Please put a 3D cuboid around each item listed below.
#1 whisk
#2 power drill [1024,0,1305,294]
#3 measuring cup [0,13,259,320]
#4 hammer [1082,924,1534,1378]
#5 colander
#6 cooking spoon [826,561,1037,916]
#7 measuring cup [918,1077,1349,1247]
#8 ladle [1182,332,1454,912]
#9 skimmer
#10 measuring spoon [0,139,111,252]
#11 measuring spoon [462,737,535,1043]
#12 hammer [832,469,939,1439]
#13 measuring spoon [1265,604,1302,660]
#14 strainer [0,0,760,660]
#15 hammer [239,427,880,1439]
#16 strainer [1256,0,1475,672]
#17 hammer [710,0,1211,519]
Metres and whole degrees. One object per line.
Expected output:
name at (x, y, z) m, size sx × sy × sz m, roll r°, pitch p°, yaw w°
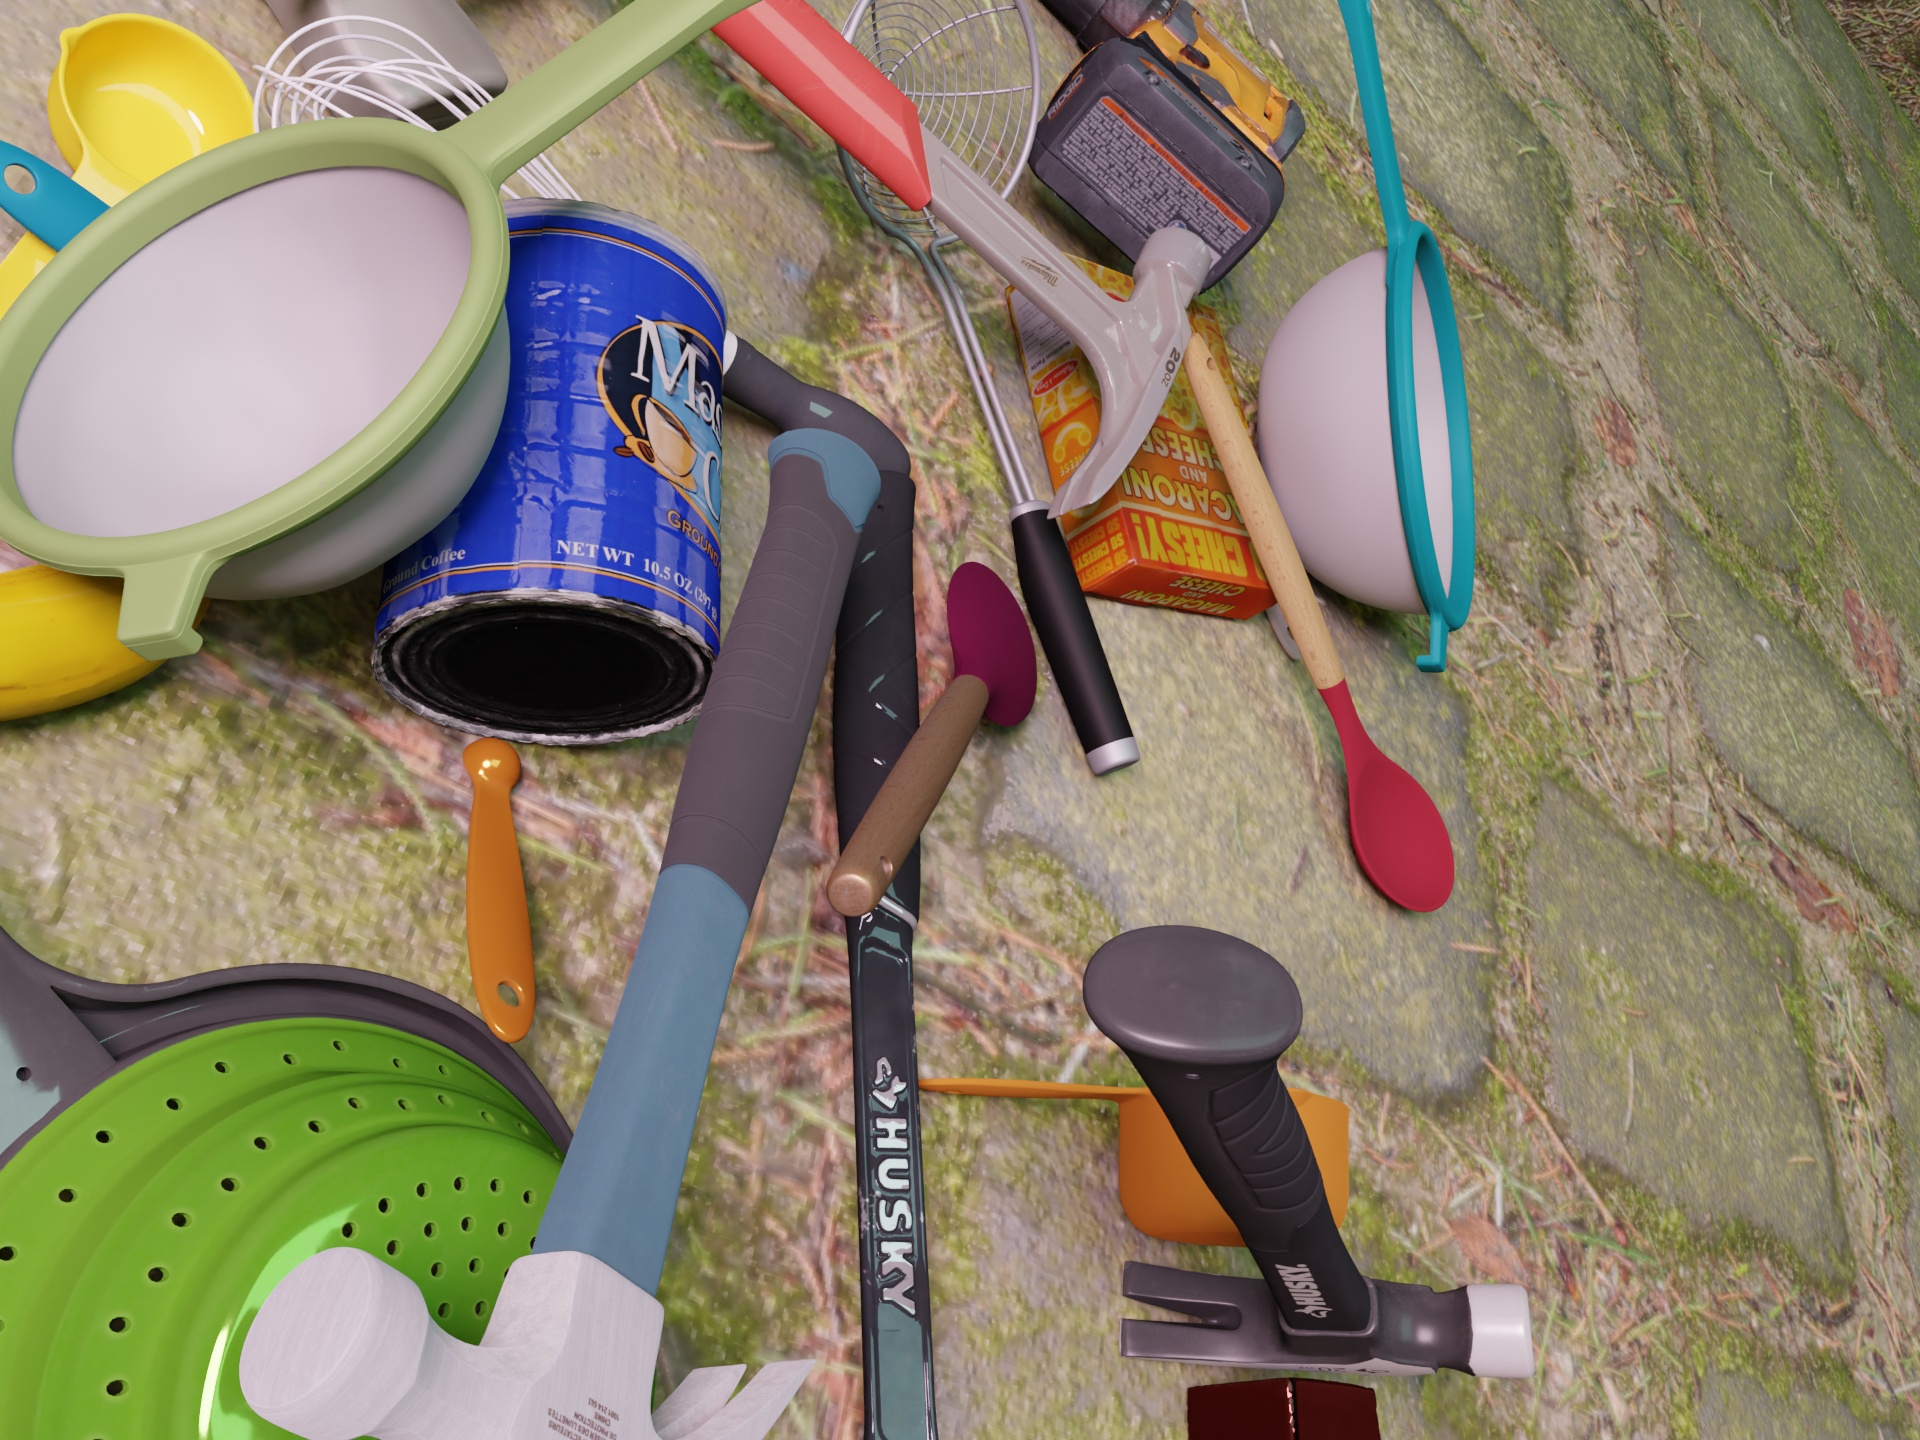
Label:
whisk at (-0.118, -0.150, 0.575) m, size 0.284 × 0.070 × 0.070 m, roll 27°, pitch 53°, yaw -41°
power drill at (0.097, -0.335, 0.844) m, size 0.185 × 0.084 × 0.226 m, roll 38°, pitch 36°, yaw -13°
measuring cup at (-0.265, -0.142, 0.471) m, size 0.062 × 0.029 × 0.157 m, roll 35°, pitch 61°, yaw -33°
hammer at (0.089, 0.145, 0.472) m, size 0.334 × 0.146 × 0.035 m, roll 60°, pitch 30°, yaw -52°
colander at (-0.181, 0.086, 0.343) m, size 0.397 × 0.094 × 0.204 m, roll 57°, pitch 42°, yaw -15°
cooking spoon at (-0.001, -0.002, 0.548) m, size 0.068 × 0.017 × 0.319 m, roll 65°, pitch 16°, yaw -12°
measuring cup at (0.064, 0.164, 0.590) m, size 0.173 × 0.095 × 0.052 m, roll 10°, pitch 67°, yaw -19°
ladle at (0.170, -0.040, 0.769) m, size 0.069 × 0.031 × 0.315 m, roll -43°, pitch 115°, yaw -39°
skimmer at (0.030, -0.159, 0.699) m, size 0.127 × 0.090 × 0.363 m, roll -8°, pitch 75°, yaw -45°
measuring spoon at (-0.227, -0.127, 0.470) m, size 0.128 × 0.021 × 0.042 m, roll 38°, pitch 61°, yaw -42°
measuring spoon at (-0.134, 0.045, 0.469) m, size 0.021 × 0.011 × 0.117 m, roll 29°, pitch 28°, yaw -38°
hammer at (-0.022, 0.083, 0.552) m, size 0.149 × 0.036 × 0.409 m, roll 9°, pitch 60°, yaw -21°
measuring spoon at (0.161, -0.091, 0.839) m, size 0.034 × 0.018 × 0.124 m, roll -10°, pitch 77°, yaw -45°
strainer at (-0.140, -0.120, 0.437) m, size 0.256 × 0.069 × 0.152 m, roll -43°, pitch 58°, yaw -14°
hammer at (-0.063, 0.034, 0.410) m, size 0.128 × 0.033 × 0.331 m, roll 54°, pitch 32°, yaw -37°
strainer at (0.192, -0.202, 0.814) m, size 0.211 × 0.095 × 0.340 m, roll -58°, pitch 136°, yaw -51°
hammer at (-0.049, -0.239, 0.623) m, size 0.358 × 0.037 × 0.149 m, roll 36°, pitch 64°, yaw -23°
